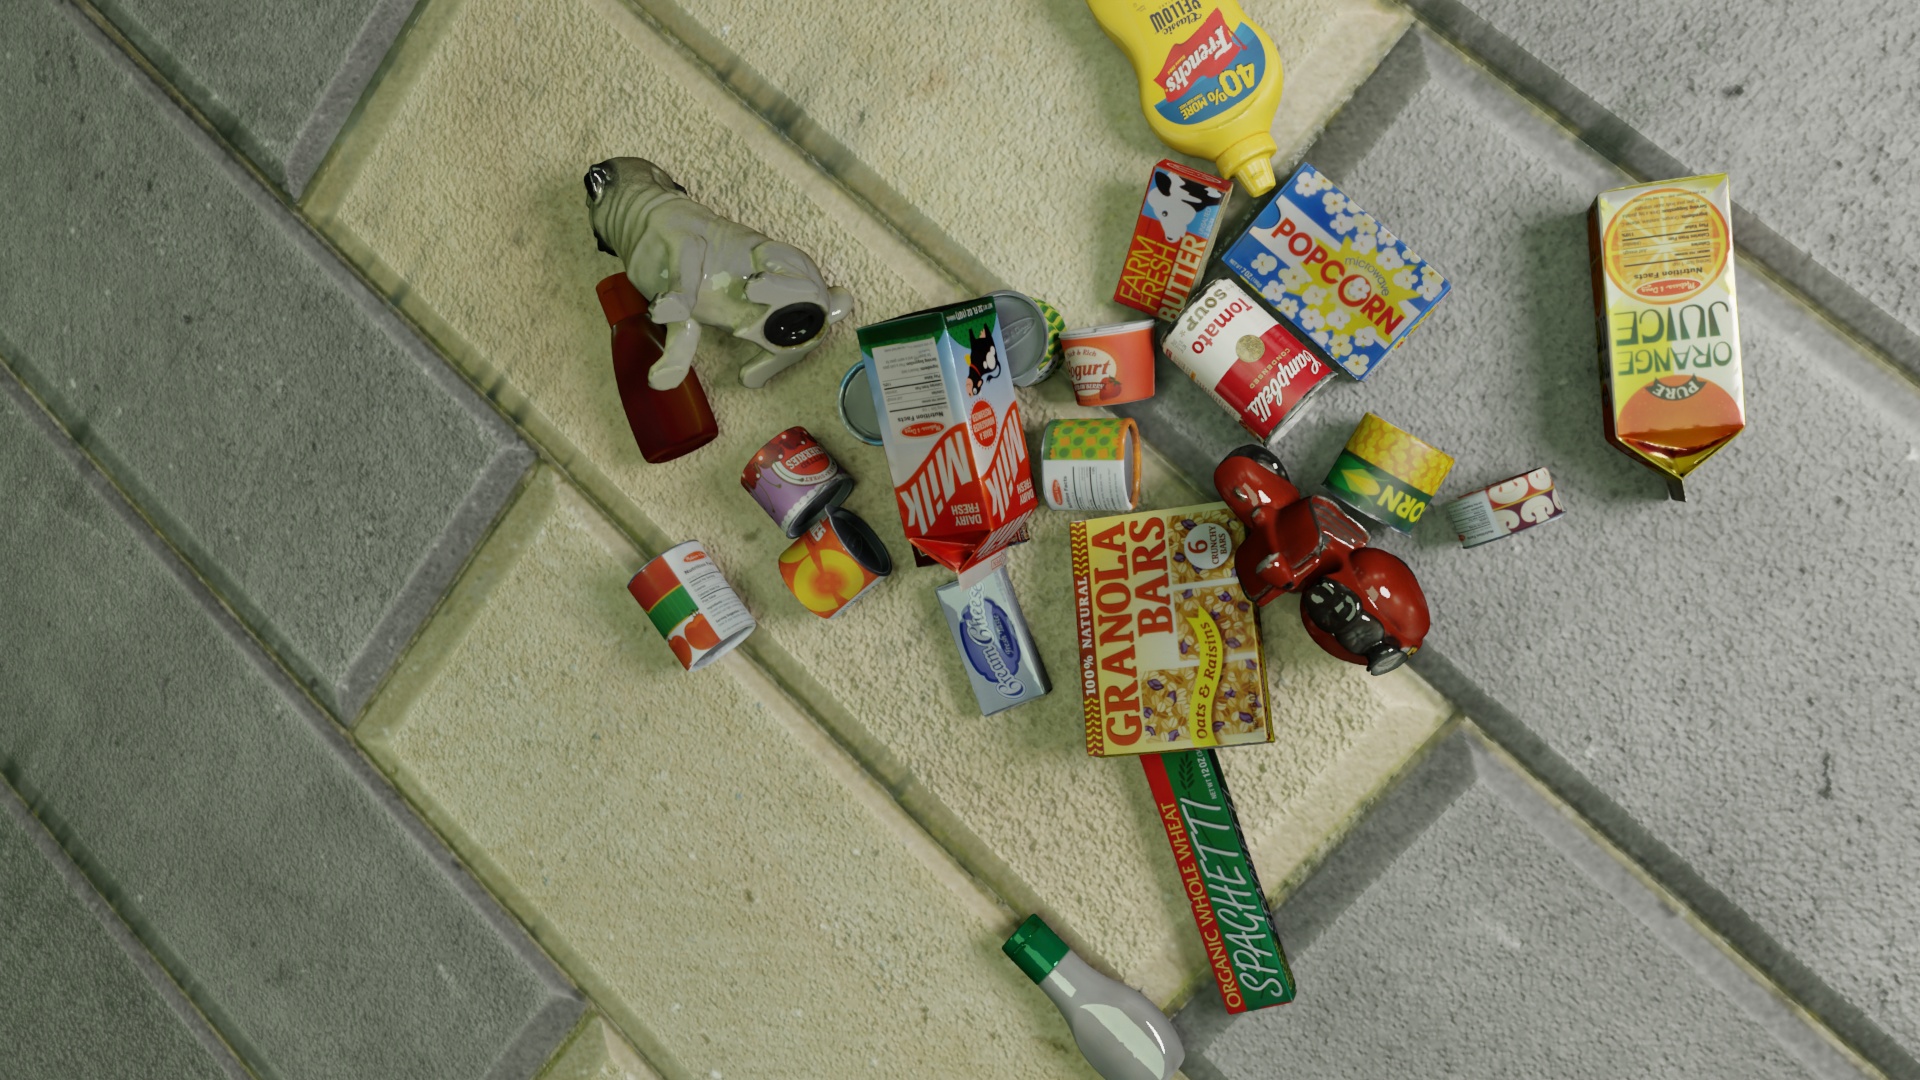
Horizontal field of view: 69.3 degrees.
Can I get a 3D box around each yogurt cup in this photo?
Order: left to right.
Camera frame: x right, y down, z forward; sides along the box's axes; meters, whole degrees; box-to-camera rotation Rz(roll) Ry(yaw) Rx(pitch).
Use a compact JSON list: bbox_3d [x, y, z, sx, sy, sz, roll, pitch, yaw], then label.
[{"bbox_3d":[0.105,-0.124,0.971,0.072,0.072,0.054,-5,100,19],"label":"yogurt cup"}]

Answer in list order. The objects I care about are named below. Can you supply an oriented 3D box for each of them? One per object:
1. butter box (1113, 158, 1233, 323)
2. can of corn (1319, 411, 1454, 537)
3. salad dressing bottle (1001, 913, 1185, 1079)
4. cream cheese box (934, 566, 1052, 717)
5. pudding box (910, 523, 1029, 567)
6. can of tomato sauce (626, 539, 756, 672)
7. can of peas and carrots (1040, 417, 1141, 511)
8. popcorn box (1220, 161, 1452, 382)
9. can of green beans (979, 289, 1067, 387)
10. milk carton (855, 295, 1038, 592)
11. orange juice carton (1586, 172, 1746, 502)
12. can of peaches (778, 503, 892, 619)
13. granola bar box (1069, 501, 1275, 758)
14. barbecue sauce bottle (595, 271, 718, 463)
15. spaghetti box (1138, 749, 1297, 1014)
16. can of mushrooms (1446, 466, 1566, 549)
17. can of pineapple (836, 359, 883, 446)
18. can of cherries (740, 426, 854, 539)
[{"bbox_3d":[0.145,-0.203,0.954,0.053,0.024,0.103,25,124,15],"label":"butter box"},{"bbox_3d":[0.282,-0.043,0.912,0.071,0.071,0.058,32,103,14],"label":"can of corn"},{"bbox_3d":[0.095,0.338,1.015,0.148,0.044,0.064,43,108,13],"label":"salad dressing bottle"},{"bbox_3d":[0.025,0.074,1.031,0.053,0.024,0.104,-22,86,19],"label":"cream cheese box"},{"bbox_3d":[0.004,-0.013,1.030,0.083,0.030,0.049,-14,88,19],"label":"pudding box"},{"bbox_3d":[-0.211,0.053,1.089,0.071,0.071,0.083,-40,82,17],"label":"can of tomato sauce"},{"bbox_3d":[0.094,-0.055,0.979,0.059,0.071,0.071,1,94,19],"label":"can of peas and carrots"},{"bbox_3d":[0.251,-0.178,0.930,0.127,0.038,0.085,44,107,11],"label":"popcorn box"},{"bbox_3d":[0.039,-0.143,0.994,0.071,0.058,0.071,1,94,19],"label":"can of green beans"},{"bbox_3d":[-0.003,-0.065,0.957,0.073,0.072,0.190,-6,103,32],"label":"milk carton"},{"bbox_3d":[0.434,-0.119,0.853,0.073,0.072,0.192,-5,92,19],"label":"orange juice carton"},{"bbox_3d":[-0.096,0.016,1.046,0.058,0.071,0.071,-40,81,18],"label":"can of peaches"},{"bbox_3d":[0.144,0.063,0.959,0.124,0.039,0.166,-8,74,18],"label":"granola bar box"},{"bbox_3d":[-0.246,-0.139,1.101,0.065,0.044,0.148,-24,85,19],"label":"barbecue sauce bottle"},{"bbox_3d":[0.175,0.211,0.986,0.050,0.029,0.250,-20,87,19],"label":"spaghetti box"},{"bbox_3d":[0.351,-0.022,0.892,0.071,0.071,0.033,-22,85,19],"label":"can of mushrooms"},{"bbox_3d":[-0.049,-0.103,1.027,0.071,0.058,0.071,1,94,19],"label":"can of pineapple"},{"bbox_3d":[-0.123,-0.046,1.051,0.071,0.071,0.058,-46,78,16],"label":"can of cherries"}]
